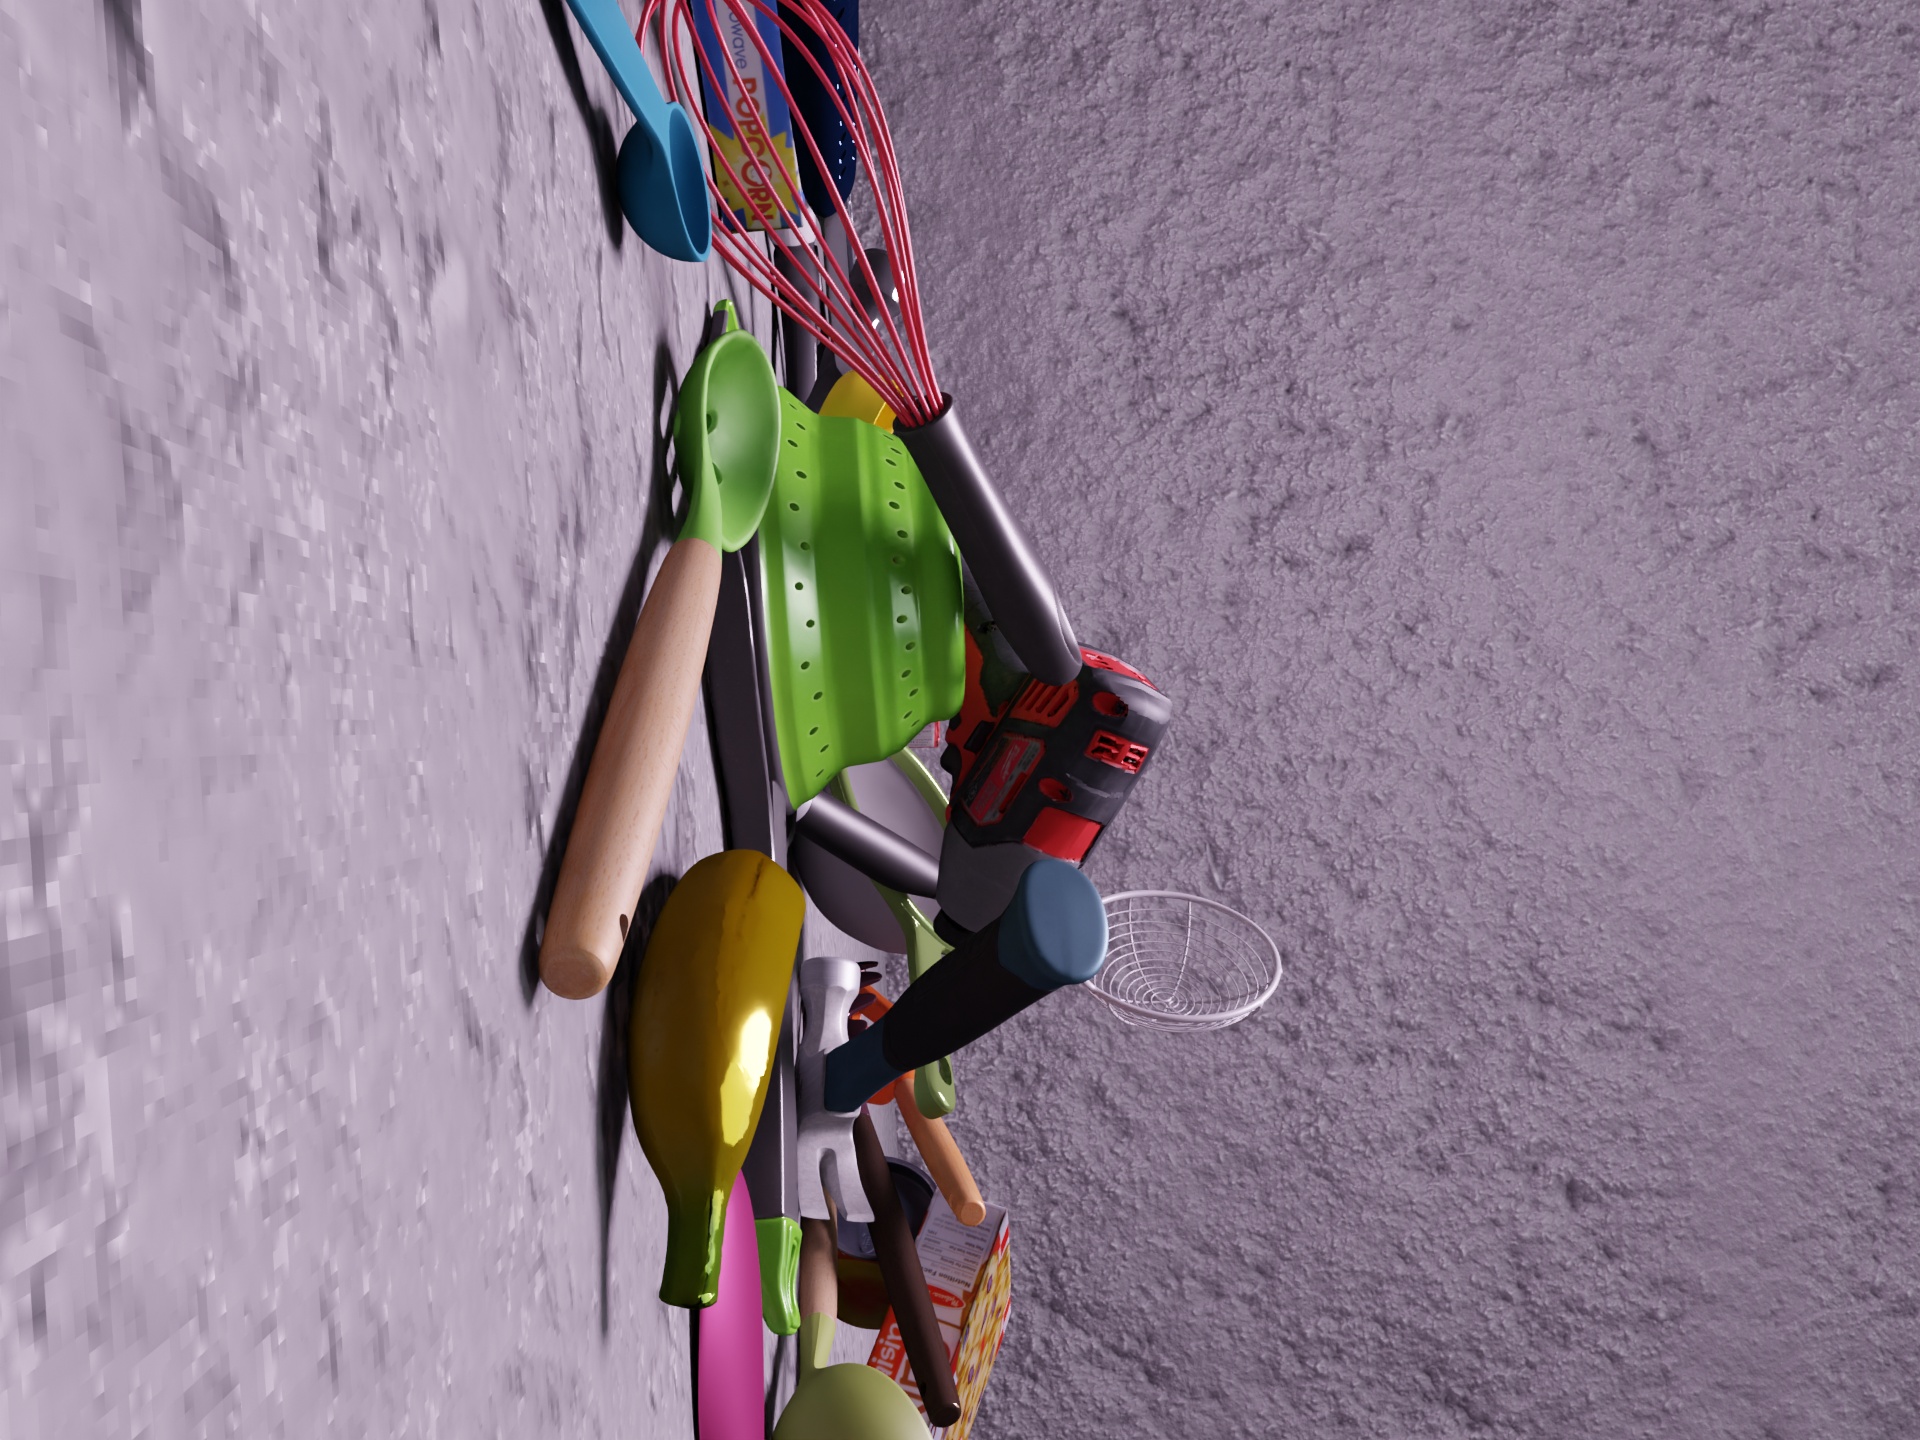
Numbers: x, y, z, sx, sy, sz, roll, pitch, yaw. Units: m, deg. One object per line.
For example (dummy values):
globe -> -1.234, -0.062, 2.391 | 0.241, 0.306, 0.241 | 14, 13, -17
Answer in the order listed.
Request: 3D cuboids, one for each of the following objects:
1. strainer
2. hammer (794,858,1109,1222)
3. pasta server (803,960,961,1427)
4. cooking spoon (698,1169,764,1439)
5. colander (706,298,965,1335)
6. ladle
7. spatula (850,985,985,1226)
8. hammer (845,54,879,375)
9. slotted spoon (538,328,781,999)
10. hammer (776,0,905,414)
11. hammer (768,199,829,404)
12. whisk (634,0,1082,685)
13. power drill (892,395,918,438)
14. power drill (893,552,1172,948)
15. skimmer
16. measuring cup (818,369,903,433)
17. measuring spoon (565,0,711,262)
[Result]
strainer -> -0.044, 0.113, 0.856 | 0.151, 0.069, 0.257 | 47, 22, -36
hammer -> -0.019, 0.122, 0.635 | 0.331, 0.033, 0.128 | 130, -35, -61
pasta server -> -0.037, 0.212, 0.766 | 0.316, 0.040, 0.060 | -122, -136, -62
cooking spoon -> -0.057, 0.275, 0.425 | 0.068, 0.017, 0.319 | 89, -3, -68
colander -> -0.041, 0.022, 0.613 | 0.204, 0.094, 0.397 | 90, -4, -66
ladle -> -0.049, 0.249, 0.685 | 0.320, 0.062, 0.078 | -119, -141, -79
spatula -> -0.033, 0.203, 0.840 | 0.323, 0.041, 0.081 | -165, -96, -79
hammer -> -0.071, -0.271, 1.059 | 0.149, 0.036, 0.408 | -97, -178, -49
slotted spoon -> -0.074, -0.033, 0.418 | 0.314, 0.031, 0.070 | -93, 179, -60
hammer -> -0.056, -0.214, 0.673 | 0.405, 0.035, 0.144 | 106, 5, -80
hammer -> -0.095, -0.163, 0.954 | 0.146, 0.035, 0.335 | 87, -2, -48
whisk -> -0.022, -0.119, 0.538 | 0.073, 0.073, 0.295 | -96, 160, -52
power drill -> -0.037, -0.101, 0.945 | 0.223, 0.080, 0.171 | -113, -158, -74
power drill -> -0.001, -0.002, 0.736 | 0.143, 0.078, 0.220 | -59, -143, 15
skimmer -> 0.045, 0.086, 0.858 | 0.362, 0.090, 0.127 | 34, 4, -42
measuring cup -> -0.072, -0.095, 0.757 | 0.156, 0.029, 0.062 | -63, 178, 20
measuring spoon -> -0.089, -0.157, 0.394 | 0.128, 0.021, 0.042 | 61, 23, -72
